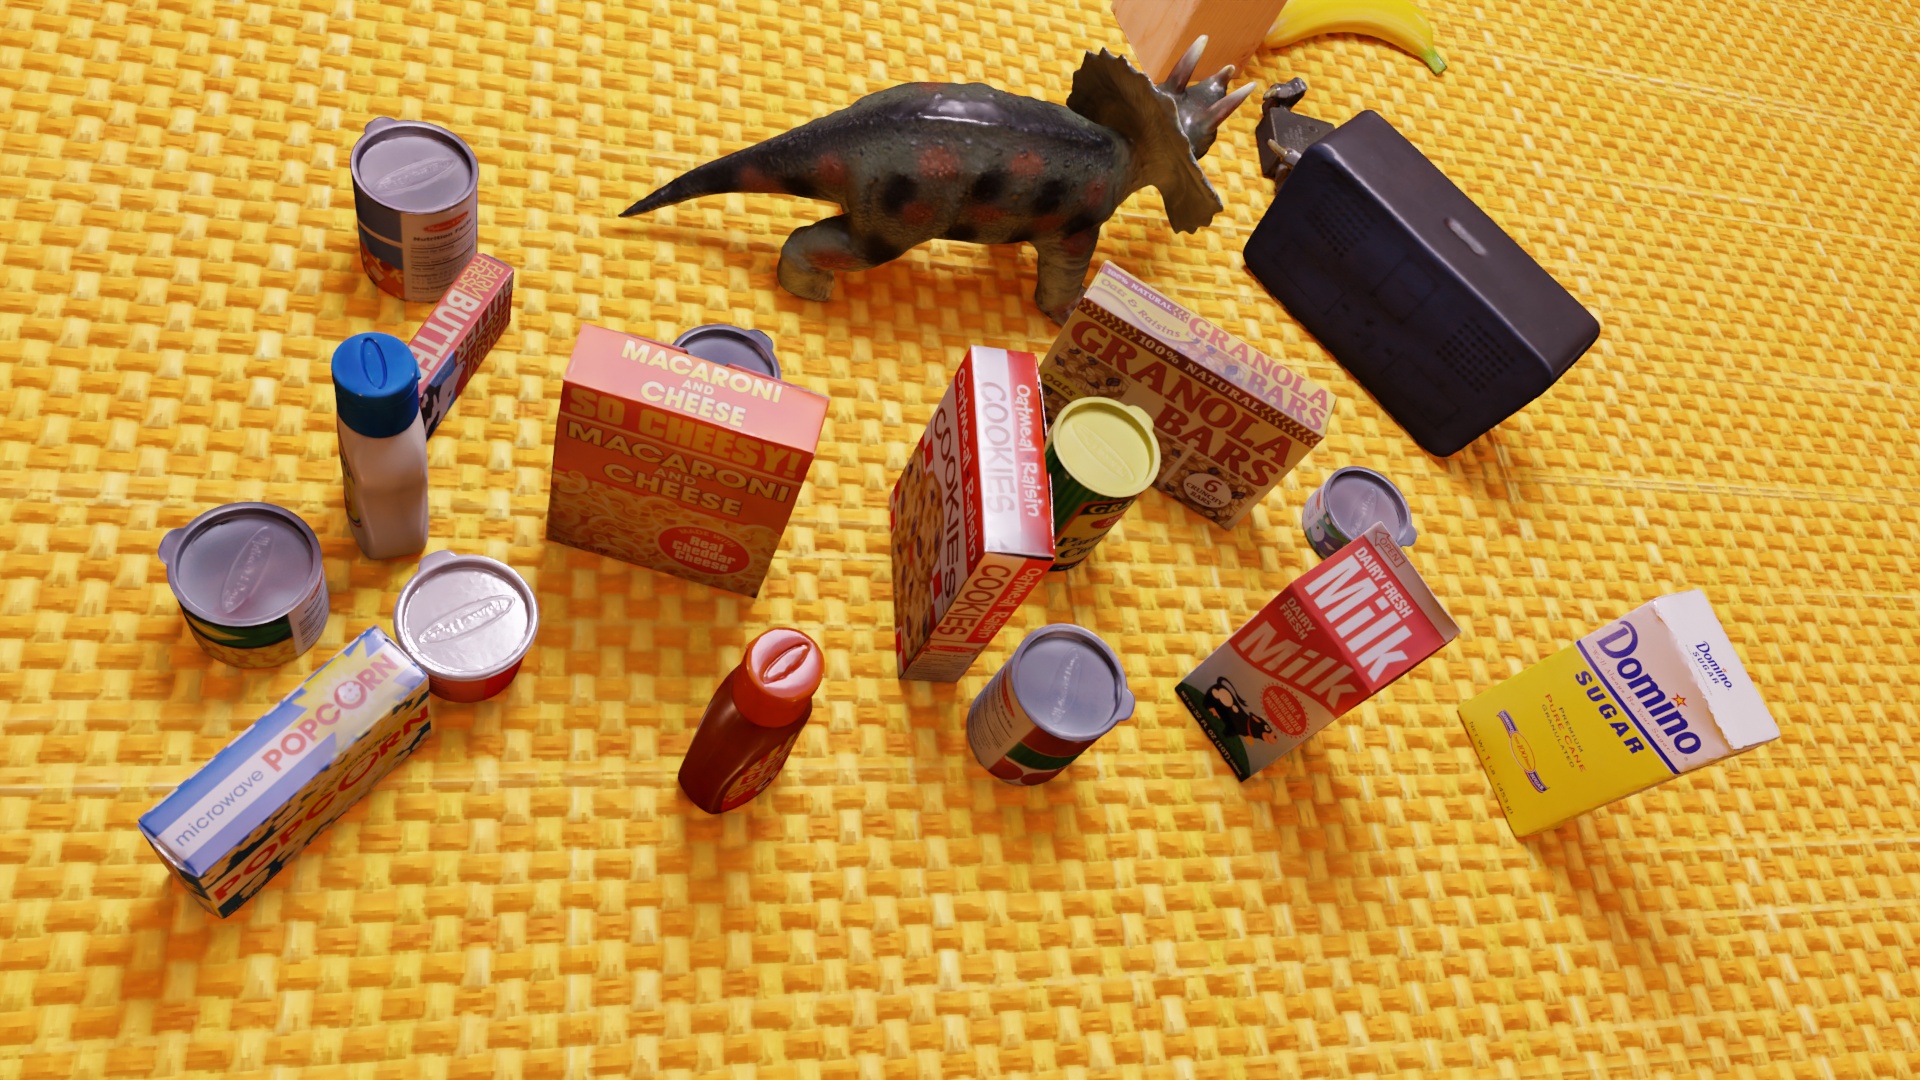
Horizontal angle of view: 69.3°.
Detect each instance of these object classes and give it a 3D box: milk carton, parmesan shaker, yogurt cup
[{"bbox_3d":[0.204,0.061,0.780,0.074,0.189,0.072,-26,74,-29],"label":"milk carton"},{"bbox_3d":[0.071,-0.032,0.836,0.071,0.102,0.071,8,61,-15],"label":"parmesan shaker"},{"bbox_3d":[-0.251,0.048,0.707,0.072,0.053,0.073,8,60,-15],"label":"yogurt cup"}]

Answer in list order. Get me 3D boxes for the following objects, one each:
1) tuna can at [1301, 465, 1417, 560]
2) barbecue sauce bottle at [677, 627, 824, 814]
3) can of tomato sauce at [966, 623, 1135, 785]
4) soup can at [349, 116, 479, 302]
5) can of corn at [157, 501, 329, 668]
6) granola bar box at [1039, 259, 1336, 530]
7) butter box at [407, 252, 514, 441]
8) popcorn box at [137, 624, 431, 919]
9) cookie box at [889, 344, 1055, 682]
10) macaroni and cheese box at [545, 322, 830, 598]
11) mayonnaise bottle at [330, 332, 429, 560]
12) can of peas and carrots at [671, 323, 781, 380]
[{"bbox_3d":[0.269,-0.013,0.937,0.071,0.032,0.071,8,60,-15],"label":"tuna can"},{"bbox_3d":[-0.100,0.087,0.683,0.044,0.147,0.065,46,58,8],"label":"barbecue sauce bottle"},{"bbox_3d":[0.048,0.093,0.771,0.071,0.082,0.071,8,60,-15],"label":"can of tomato sauce"},{"bbox_3d":[-0.313,-0.189,0.797,0.071,0.083,0.071,8,60,-15],"label":"soup can"},{"bbox_3d":[-0.351,0.022,0.683,0.071,0.058,0.071,8,60,-15],"label":"can of corn"},{"bbox_3d":[0.133,-0.088,0.875,0.165,0.123,0.039,30,57,-2],"label":"granola bar box"},{"bbox_3d":[-0.286,-0.108,0.780,0.024,0.053,0.104,25,57,-5],"label":"butter box"},{"bbox_3d":[-0.304,0.107,0.638,0.038,0.084,0.127,40,57,4],"label":"popcorn box"},{"bbox_3d":[0.003,-0.010,0.761,0.040,0.166,0.123,5,61,-17],"label":"cookie box"},{"bbox_3d":[-0.147,-0.036,0.723,0.124,0.165,0.040,16,59,-11],"label":"macaroni and cheese box"},{"bbox_3d":[-0.288,-0.048,0.690,0.041,0.147,0.065,-12,68,-25],"label":"mayonnaise bottle"},{"bbox_3d":[-0.142,-0.085,0.816,0.071,0.058,0.071,8,60,-15],"label":"can of peas and carrots"}]
